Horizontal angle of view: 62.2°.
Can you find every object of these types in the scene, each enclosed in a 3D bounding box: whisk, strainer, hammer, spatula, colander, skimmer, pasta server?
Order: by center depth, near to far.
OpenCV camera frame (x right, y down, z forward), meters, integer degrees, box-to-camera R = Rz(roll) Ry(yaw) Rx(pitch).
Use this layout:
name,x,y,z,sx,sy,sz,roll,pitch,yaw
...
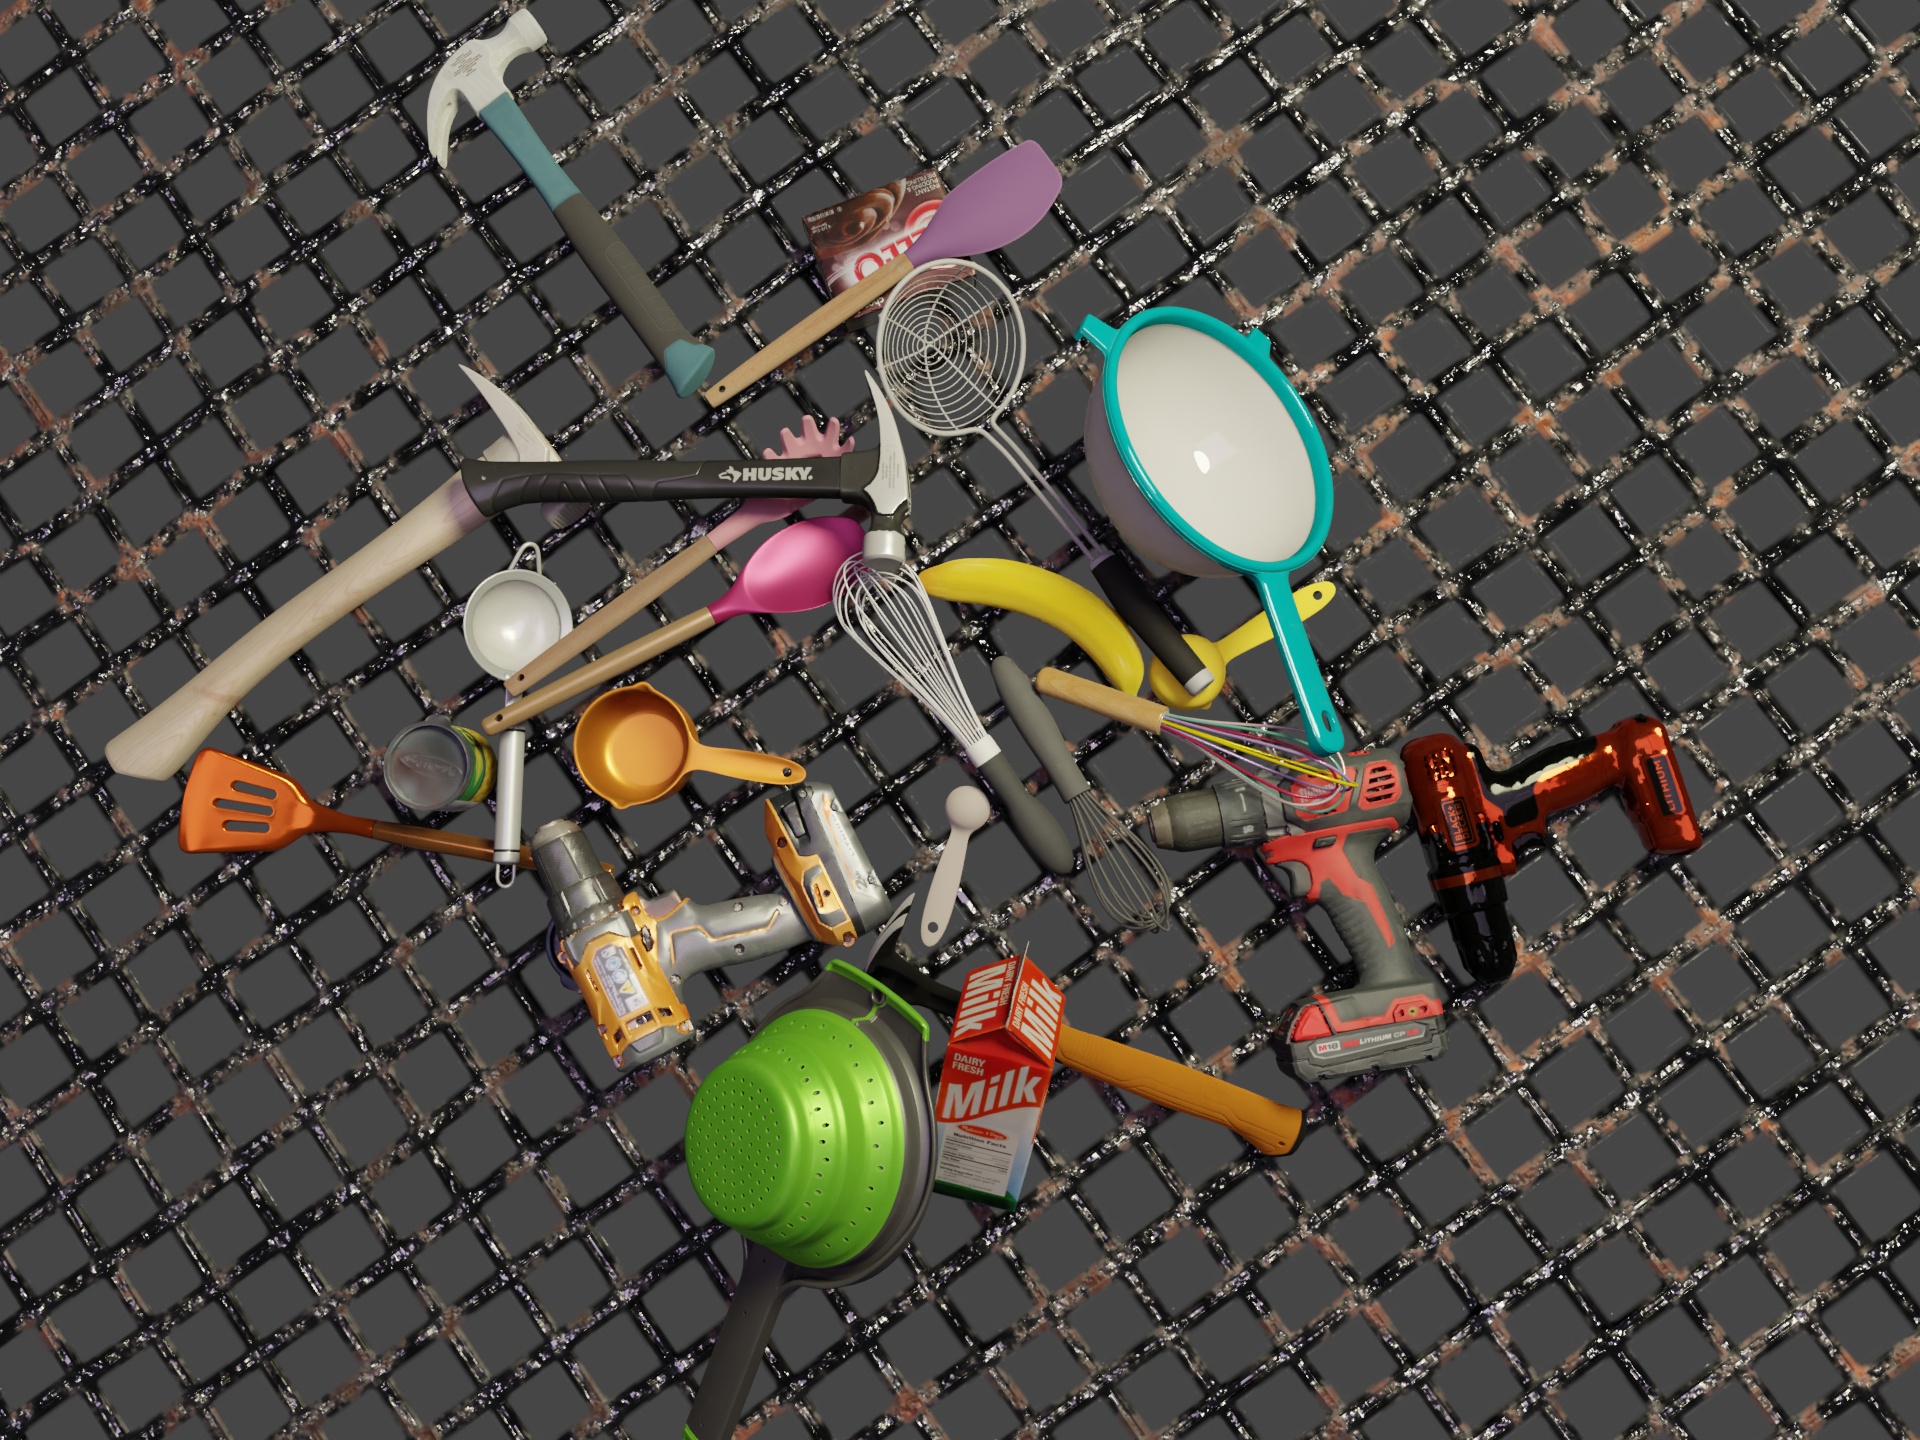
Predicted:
name,x,y,z,sx,sy,sz,roll,pitch,yaw
colander,-0.149,0.362,1.099,0.205,0.094,0.397,27,100,39
strainer,0.180,-0.124,1.132,0.211,0.095,0.340,-7,74,-39
whisk,0.166,0.009,1.138,0.245,0.047,0.051,20,125,22
hammer,0.090,0.232,1.138,0.337,0.034,0.127,21,128,0
skimmer,0.071,-0.174,1.158,0.127,0.090,0.363,-34,78,-19
hammer,-0.203,-0.182,1.173,0.335,0.035,0.146,0,75,4
whisk,0.088,0.054,1.175,0.055,0.055,0.239,-30,79,0
whisk,-0.003,-0.003,1.180,0.070,0.070,0.284,-35,89,0
pasta server,-0.210,-0.119,1.188,0.316,0.040,0.060,-38,75,-9
spatula,-0.058,-0.327,1.190,0.316,0.018,0.060,-35,90,-2
strainer,-0.338,-0.004,1.194,0.086,0.050,0.258,7,80,-38
spatula,-0.421,0.087,1.199,0.322,0.041,0.081,10,85,3
hammer,-0.489,-0.100,1.222,0.410,0.038,0.146,-37,83,-1
hammer,-0.297,-0.392,1.240,0.128,0.033,0.331,-36,84,-1

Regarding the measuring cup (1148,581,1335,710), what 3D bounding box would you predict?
name,x,y,z,sx,sy,sz,roll,pitch,yaw
measuring cup,0.212,-0.062,1.183,0.156,0.029,0.062,-31,84,2

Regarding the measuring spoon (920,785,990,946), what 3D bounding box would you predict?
name,x,y,z,sx,sy,sz,roll,pitch,yaw
measuring spoon,-0.008,0.109,1.185,0.034,0.018,0.124,16,87,4

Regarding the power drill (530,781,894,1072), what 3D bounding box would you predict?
name,x,y,z,sx,sy,sz,roll,pitch,yaw
power drill,-0.184,0.122,1.148,0.226,0.084,0.185,-27,84,-9

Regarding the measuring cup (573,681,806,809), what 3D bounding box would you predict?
name,x,y,z,sx,sy,sz,roll,pitch,yaw
measuring cup,-0.198,0.027,1.187,0.173,0.052,0.095,10,85,2

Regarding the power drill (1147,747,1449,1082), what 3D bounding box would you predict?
name,x,y,z,sx,sy,sz,roll,pitch,yaw
power drill,0.244,0.140,1.143,0.188,0.080,0.227,-10,82,2

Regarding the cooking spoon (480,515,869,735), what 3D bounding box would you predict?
name,x,y,z,sx,sy,sz,roll,pitch,yaw
cooking spoon,-0.210,-0.067,1.190,0.319,0.017,0.069,-28,80,-11
